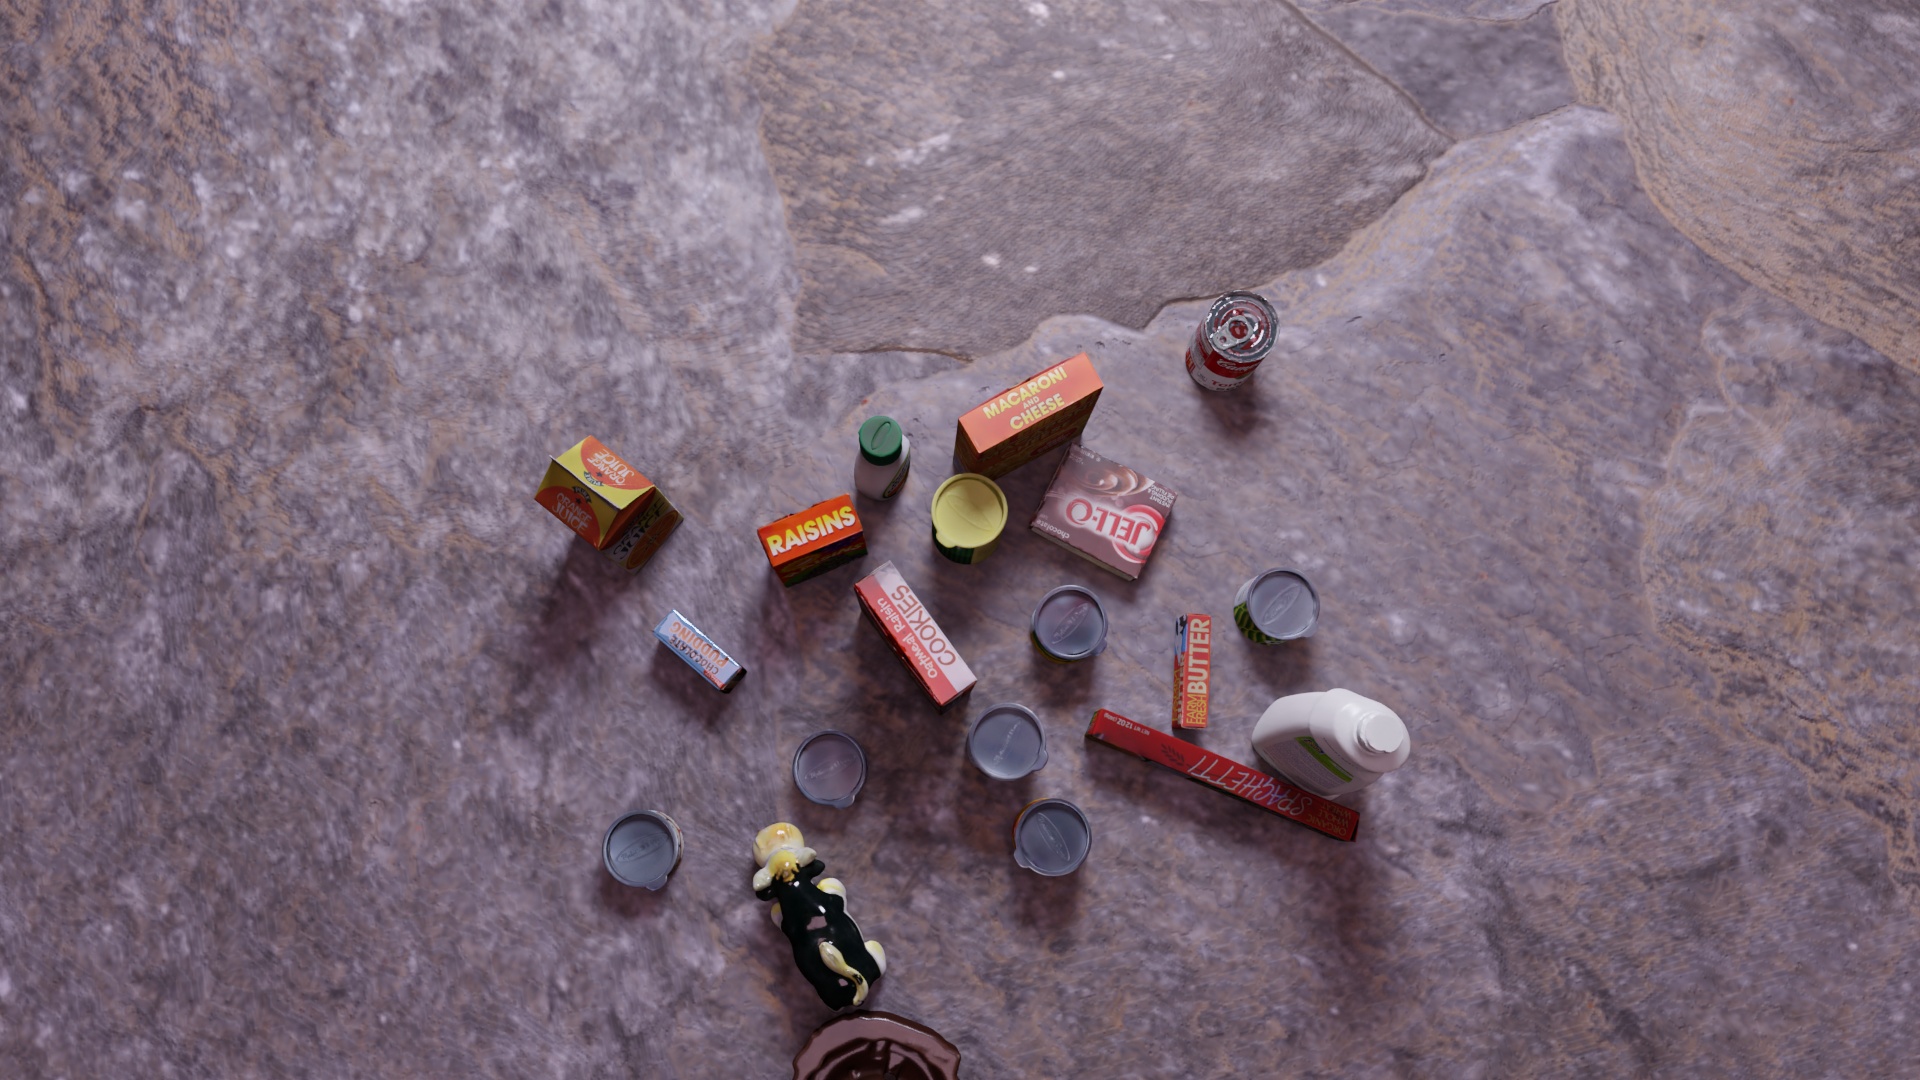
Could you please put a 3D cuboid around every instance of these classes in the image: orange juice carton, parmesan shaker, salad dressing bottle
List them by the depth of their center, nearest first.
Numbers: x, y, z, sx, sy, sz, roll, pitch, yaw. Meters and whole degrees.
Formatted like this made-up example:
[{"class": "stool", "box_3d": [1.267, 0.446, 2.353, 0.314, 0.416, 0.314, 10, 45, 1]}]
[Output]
[{"class": "orange juice carton", "box_3d": [-0.303, -0.031, 1.196, 0.072, 0.192, 0.073, 38, 81, 5]}, {"class": "salad dressing bottle", "box_3d": [-0.070, -0.075, 1.234, 0.044, 0.147, 0.064, 29, 81, 3]}, {"class": "parmesan shaker", "box_3d": [0.004, -0.016, 1.248, 0.071, 0.103, 0.071, 0, 80, -2]}]

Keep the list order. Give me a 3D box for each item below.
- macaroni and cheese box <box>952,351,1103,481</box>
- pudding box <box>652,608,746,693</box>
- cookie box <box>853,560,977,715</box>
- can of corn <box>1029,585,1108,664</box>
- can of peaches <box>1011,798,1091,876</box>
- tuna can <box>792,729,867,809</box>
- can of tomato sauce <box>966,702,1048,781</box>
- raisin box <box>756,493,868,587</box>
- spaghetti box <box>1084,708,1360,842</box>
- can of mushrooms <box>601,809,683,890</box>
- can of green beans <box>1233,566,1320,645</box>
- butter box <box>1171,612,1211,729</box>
[{"class": "macaroni and cheese box", "box_3d": [0.056, -0.103, 1.234, 0.124, 0.166, 0.040, -29, 82, -6]}, {"class": "pudding box", "box_3d": [-0.234, 0.100, 1.247, 0.084, 0.049, 0.030, 40, 81, 5]}, {"class": "cookie box", "box_3d": [-0.039, 0.088, 1.195, 0.040, 0.167, 0.123, -36, 83, -7]}, {"class": "can of corn", "box_3d": [0.099, 0.079, 1.257, 0.071, 0.058, 0.071, 0, 80, -2]}, {"class": "can of peaches", "box_3d": [0.077, 0.261, 1.223, 0.071, 0.058, 0.071, 0, 80, -2]}, {"class": "tuna can", "box_3d": [-0.115, 0.205, 1.240, 0.071, 0.032, 0.071, 0, 80, -2]}, {"class": "can of tomato sauce", "box_3d": [0.041, 0.179, 1.224, 0.071, 0.083, 0.071, 0, 80, -2]}, {"class": "raisin box", "box_3d": [-0.129, 0.001, 1.231, 0.086, 0.123, 0.040, -22, 82, -5]}, {"class": "spaghetti box", "box_3d": [0.233, 0.210, 1.241, 0.250, 0.050, 0.029, 22, 80, 2]}, {"class": "can of mushrooms", "box_3d": [-0.278, 0.273, 1.222, 0.071, 0.033, 0.071, 0, 80, -2]}, {"class": "can of green beans", "box_3d": [0.287, 0.061, 1.266, 0.071, 0.057, 0.071, 0, 80, -2]}, {"class": "butter box", "box_3d": [0.209, 0.119, 1.256, 0.024, 0.053, 0.103, 4, 80, -1]}]
